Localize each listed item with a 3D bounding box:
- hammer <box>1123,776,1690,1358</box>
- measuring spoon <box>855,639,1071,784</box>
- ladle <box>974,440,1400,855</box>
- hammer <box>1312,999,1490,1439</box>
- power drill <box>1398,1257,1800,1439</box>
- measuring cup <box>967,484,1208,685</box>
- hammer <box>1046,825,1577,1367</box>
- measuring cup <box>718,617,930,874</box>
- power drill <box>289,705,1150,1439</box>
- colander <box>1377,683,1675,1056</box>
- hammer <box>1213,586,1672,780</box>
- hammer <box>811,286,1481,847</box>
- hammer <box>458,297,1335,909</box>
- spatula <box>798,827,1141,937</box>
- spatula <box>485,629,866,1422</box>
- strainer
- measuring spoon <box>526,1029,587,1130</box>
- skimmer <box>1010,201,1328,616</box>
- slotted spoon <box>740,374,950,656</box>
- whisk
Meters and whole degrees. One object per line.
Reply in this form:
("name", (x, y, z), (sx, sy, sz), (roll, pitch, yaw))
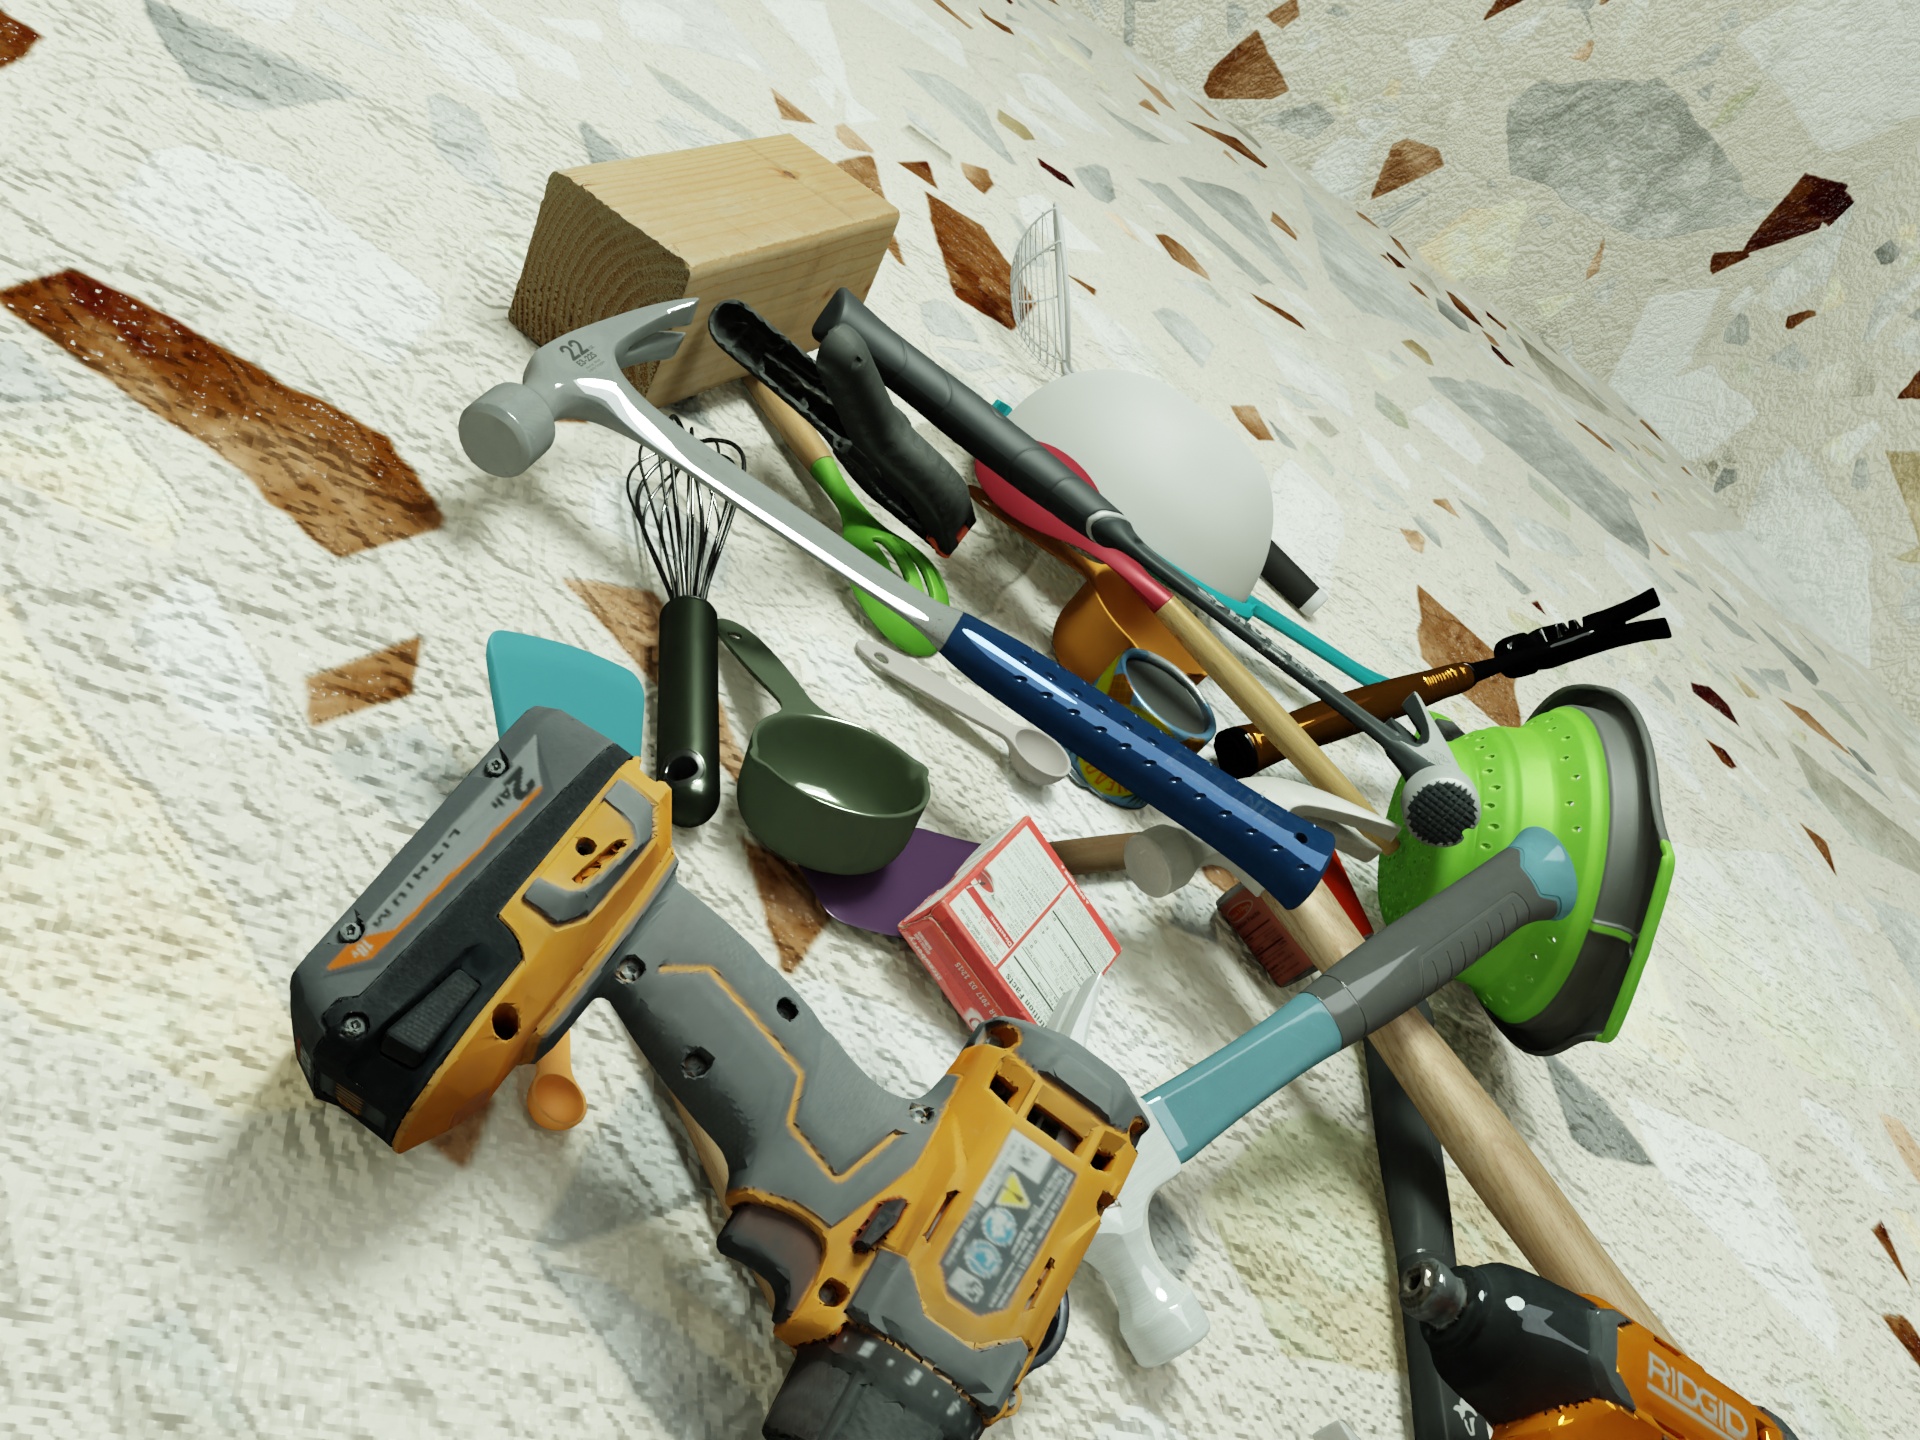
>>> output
("hammer", (0.214, 0.162, 0.704), (0.130, 0.031, 0.331), (-22, 67, -34))
("measuring spoon", (-0.001, -0.003, 0.793), (0.124, 0.018, 0.034), (31, 31, -3))
("ladle", (0.128, -0.043, 0.871), (0.315, 0.031, 0.069), (47, 47, 2))
("hammer", (0.197, 0.224, 0.692), (0.146, 0.035, 0.335), (34, 30, -13))
("power drill", (0.197, 0.292, 0.508), (0.164, 0.084, 0.227), (35, 45, -10))
("measuring cup", (0.062, -0.066, 0.907), (0.173, 0.052, 0.095), (36, 30, -5))
("hammer", (0.158, 0.121, 0.662), (0.331, 0.033, 0.128), (-23, 76, -35))
("measuring cup", (-0.075, 0.009, 0.677), (0.083, 0.038, 0.168), (5, 27, -35))
("power drill", (-0.076, 0.126, 0.442), (0.226, 0.084, 0.185), (36, 58, -3))
("colander", (0.291, 0.052, 0.947), (0.094, 0.204, 0.397), (11, 15, -1))
("hammer", (0.294, -0.020, 0.990), (0.337, 0.127, 0.034), (-16, 86, -32))
("hammer", (0.092, -0.089, 0.812), (0.409, 0.036, 0.149), (38, 19, 0))
("hammer", (-0.010, -0.049, 0.700), (0.405, 0.035, 0.144), (34, 42, -2))
("spatula", (0.048, 0.066, 0.747), (0.315, 0.018, 0.060), (-1, 47, -48))
("spatula", (-0.082, 0.108, 0.519), (0.318, 0.044, 0.082), (58, 17, 25))
("strainer", (0.176, -0.128, 1.022), (0.340, 0.095, 0.211), (31, 15, -14))
("measuring spoon", (-0.140, 0.085, 0.520), (0.021, 0.011, 0.117), (25, 29, -40))
("skimmer", (0.165, -0.235, 1.209), (0.363, 0.090, 0.127), (46, -1, 5))
("slotted spoon", (-0.090, -0.159, 0.882), (0.070, 0.031, 0.314), (3, 45, -50))
("whisk", (-0.118, -0.050, 0.691), (0.058, 0.059, 0.247), (-11, 47, 1))
